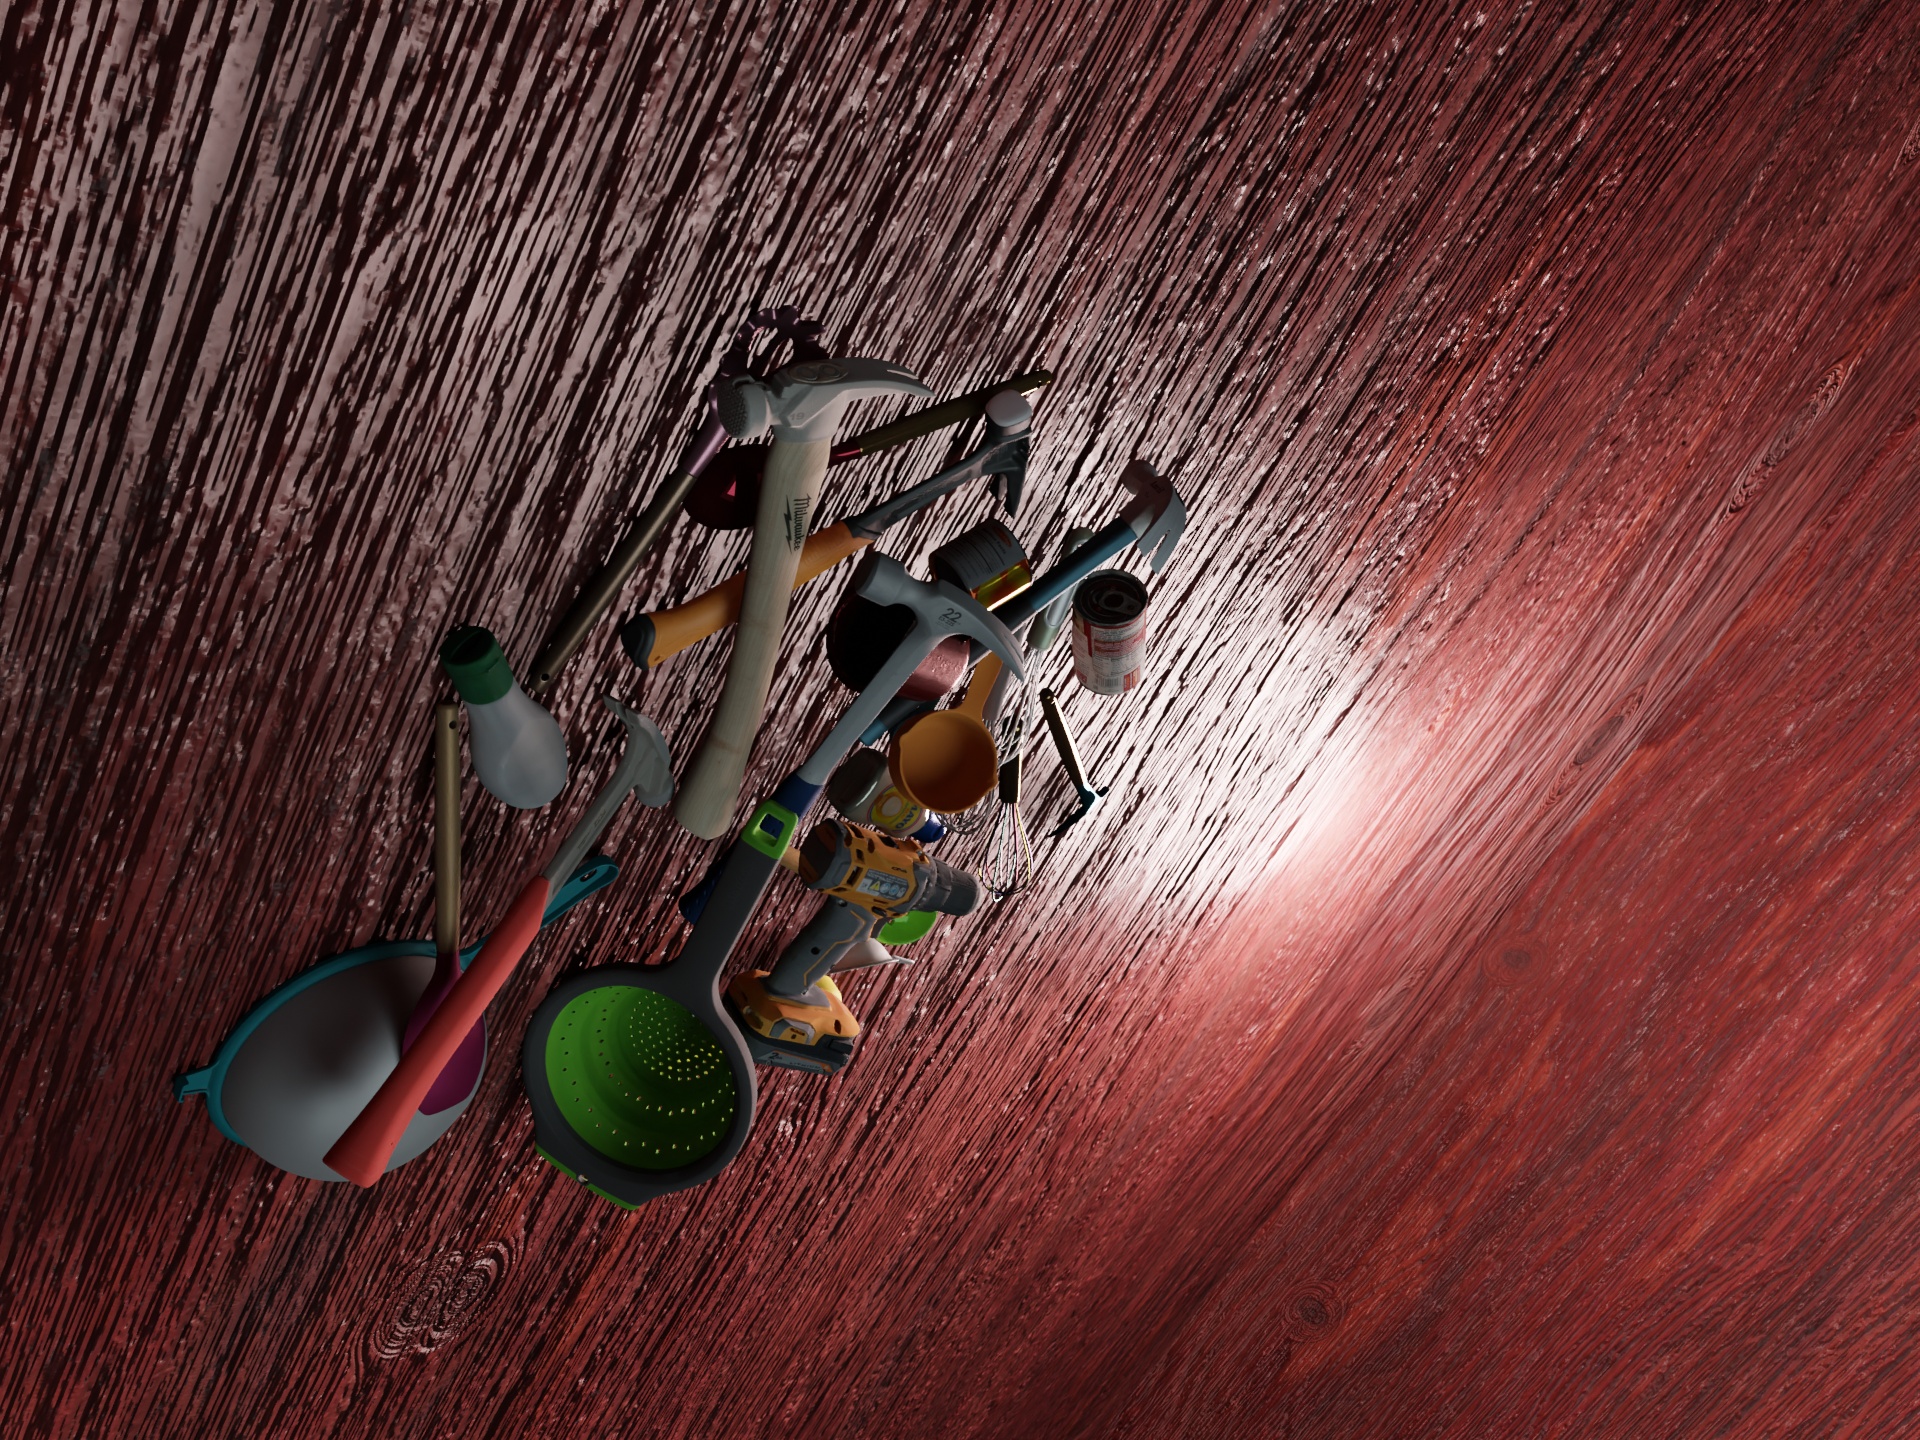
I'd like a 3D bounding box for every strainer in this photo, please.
[{"bbox_3d":[-0.383,0.232,1.186,0.340,0.095,0.210,-37,146,-11],"label":"strainer"},{"bbox_3d":[-0.159,0.243,1.499,0.258,0.050,0.087,-14,177,-31],"label":"strainer"}]

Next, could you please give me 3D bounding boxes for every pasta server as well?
[{"bbox_3d":[-0.193,-0.140,1.041,0.060,0.040,0.316,32,104,-25],"label":"pasta server"}]

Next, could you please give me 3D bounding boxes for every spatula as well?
[{"bbox_3d":[0.103,0.041,1.542,0.082,0.044,0.317,-40,151,-8],"label":"spatula"}]

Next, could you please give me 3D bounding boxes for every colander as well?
[{"bbox_3d":[-0.220,0.220,1.319,0.397,0.204,0.094,-60,176,20],"label":"colander"}]

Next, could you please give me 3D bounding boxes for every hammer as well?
[{"bbox_3d":[-0.093,-0.125,1.160,0.337,0.034,0.127,-30,158,-17],"label":"hammer"},{"bbox_3d":[-0.315,0.152,1.095,0.359,0.037,0.149,-58,167,-20],"label":"hammer"},{"bbox_3d":[-0.106,0.040,1.231,0.144,0.035,0.405,25,128,-22],"label":"hammer"},{"bbox_3d":[-0.132,-0.069,1.113,0.146,0.038,0.410,-15,142,-35],"label":"hammer"},{"bbox_3d":[0.045,-0.090,1.308,0.331,0.128,0.033,-37,120,5],"label":"hammer"}]

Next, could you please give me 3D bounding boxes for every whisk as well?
[{"bbox_3d":[0.043,0.091,1.560,0.051,0.047,0.244,-37,144,-35],"label":"whisk"},{"bbox_3d":[0.066,-0.061,1.413,0.057,0.059,0.246,12,117,-21],"label":"whisk"},{"bbox_3d":[0.022,-0.007,1.398,0.055,0.055,0.239,-5,117,-45],"label":"whisk"}]

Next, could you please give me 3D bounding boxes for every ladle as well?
[{"bbox_3d":[-0.055,-0.202,1.138,0.315,0.031,0.069,-27,144,-30],"label":"ladle"}]

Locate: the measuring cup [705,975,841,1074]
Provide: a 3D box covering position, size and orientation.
[{"bbox_3d":[-0.182,0.308,1.553,0.156,0.029,0.062,-35,146,-19],"label":"measuring cup"}]

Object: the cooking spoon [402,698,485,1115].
[{"bbox_3d":[-0.355,0.136,1.100,0.068,0.017,0.318,-18,122,-48],"label":"cooking spoon"}]

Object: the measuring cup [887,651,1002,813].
[{"bbox_3d":[-0.002,-0.004,1.357,0.095,0.052,0.174,26,80,-19],"label":"measuring cup"}]

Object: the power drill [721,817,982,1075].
[{"bbox_3d":[-0.094,0.204,1.421,0.185,0.084,0.226,20,106,-38],"label":"power drill"}]

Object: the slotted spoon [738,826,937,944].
[{"bbox_3d":[-0.111,0.147,1.461,0.070,0.031,0.313,-48,146,3],"label":"slotted spoon"}]

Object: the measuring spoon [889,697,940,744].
[{"bbox_3d":[-0.027,-0.028,1.374,0.042,0.021,0.128,16,105,-38],"label":"measuring spoon"}]
